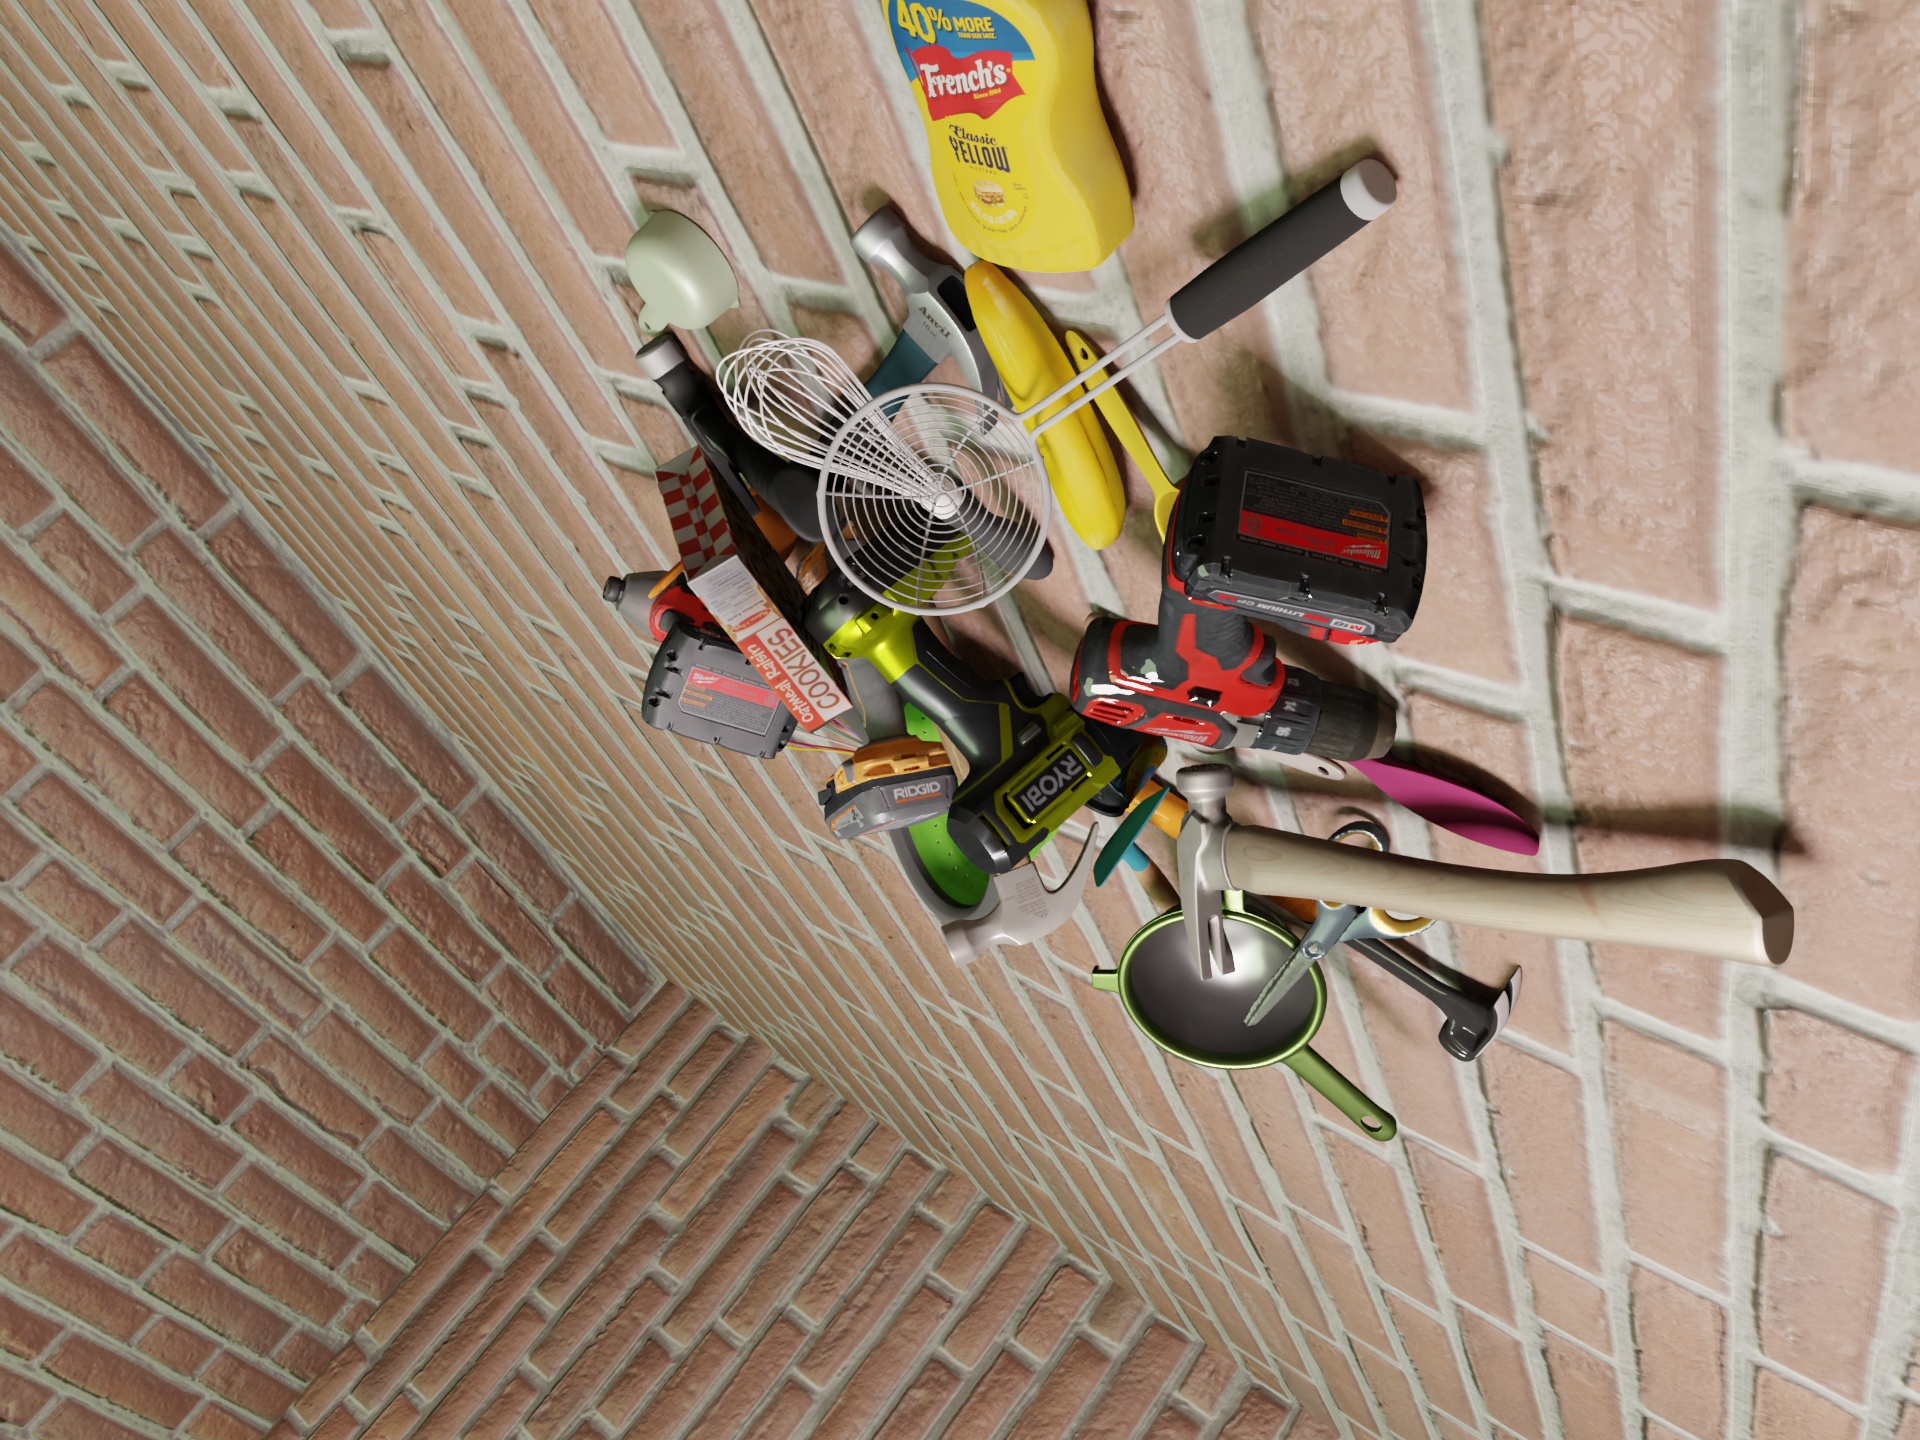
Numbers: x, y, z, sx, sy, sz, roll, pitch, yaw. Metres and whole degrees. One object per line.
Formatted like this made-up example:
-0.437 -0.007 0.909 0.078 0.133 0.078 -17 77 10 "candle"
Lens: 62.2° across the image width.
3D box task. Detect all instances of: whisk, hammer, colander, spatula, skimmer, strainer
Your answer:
-0.033 -0.147 0.950 0.070 0.070 0.284 18 172 45 "whisk"
-0.056 -0.201 1.017 0.128 0.033 0.331 45 159 -7 "hammer"
-0.023 0.015 1.316 0.398 0.094 0.204 45 140 47 "colander"
0.146 0.119 1.183 0.044 0.082 0.317 32 172 27 "spatula"
0.275 0.107 0.925 0.411 0.038 0.146 2 99 56 "hammer"
-0.138 -0.170 1.061 0.146 0.035 0.335 56 174 -28 "hammer"
0.054 -0.151 0.761 0.127 0.090 0.363 51 146 -10 "skimmer"
-0.002 -0.004 1.116 0.031 0.130 0.331 127 122 -87 "hammer"
0.239 0.123 1.146 0.337 0.034 0.127 33 159 19 "hammer"
-0.097 0.028 1.527 0.245 0.047 0.051 21 150 36 "whisk"
0.234 0.214 1.182 0.256 0.069 0.151 41 123 -12 "strainer"

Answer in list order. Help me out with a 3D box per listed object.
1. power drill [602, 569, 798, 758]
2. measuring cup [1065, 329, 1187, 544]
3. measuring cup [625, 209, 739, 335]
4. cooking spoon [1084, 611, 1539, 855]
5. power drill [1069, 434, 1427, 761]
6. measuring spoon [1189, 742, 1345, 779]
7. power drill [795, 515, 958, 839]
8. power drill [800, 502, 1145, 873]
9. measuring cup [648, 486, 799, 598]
-0.202 -0.059 1.244 0.143 0.078 0.220 18 -164 -24 "power drill"
0.108 -0.149 0.861 0.156 0.029 0.062 57 158 -7 "measuring cup"
-0.206 -0.288 1.091 0.083 0.038 0.167 46 156 -13 "measuring cup"
0.208 0.002 0.982 0.319 0.017 0.068 29 164 28 "cooking spoon"
0.169 -0.044 0.838 0.188 0.080 0.226 13 156 -4 "power drill"
0.196 0.023 1.044 0.124 0.018 0.034 19 150 42 "measuring spoon"
-0.080 -0.027 1.217 0.185 0.084 0.226 152 107 -66 "power drill"
0.016 -0.034 1.061 0.223 0.171 0.080 51 160 -2 "power drill"
-0.180 -0.117 1.223 0.052 0.174 0.095 38 123 -2 "measuring cup"
